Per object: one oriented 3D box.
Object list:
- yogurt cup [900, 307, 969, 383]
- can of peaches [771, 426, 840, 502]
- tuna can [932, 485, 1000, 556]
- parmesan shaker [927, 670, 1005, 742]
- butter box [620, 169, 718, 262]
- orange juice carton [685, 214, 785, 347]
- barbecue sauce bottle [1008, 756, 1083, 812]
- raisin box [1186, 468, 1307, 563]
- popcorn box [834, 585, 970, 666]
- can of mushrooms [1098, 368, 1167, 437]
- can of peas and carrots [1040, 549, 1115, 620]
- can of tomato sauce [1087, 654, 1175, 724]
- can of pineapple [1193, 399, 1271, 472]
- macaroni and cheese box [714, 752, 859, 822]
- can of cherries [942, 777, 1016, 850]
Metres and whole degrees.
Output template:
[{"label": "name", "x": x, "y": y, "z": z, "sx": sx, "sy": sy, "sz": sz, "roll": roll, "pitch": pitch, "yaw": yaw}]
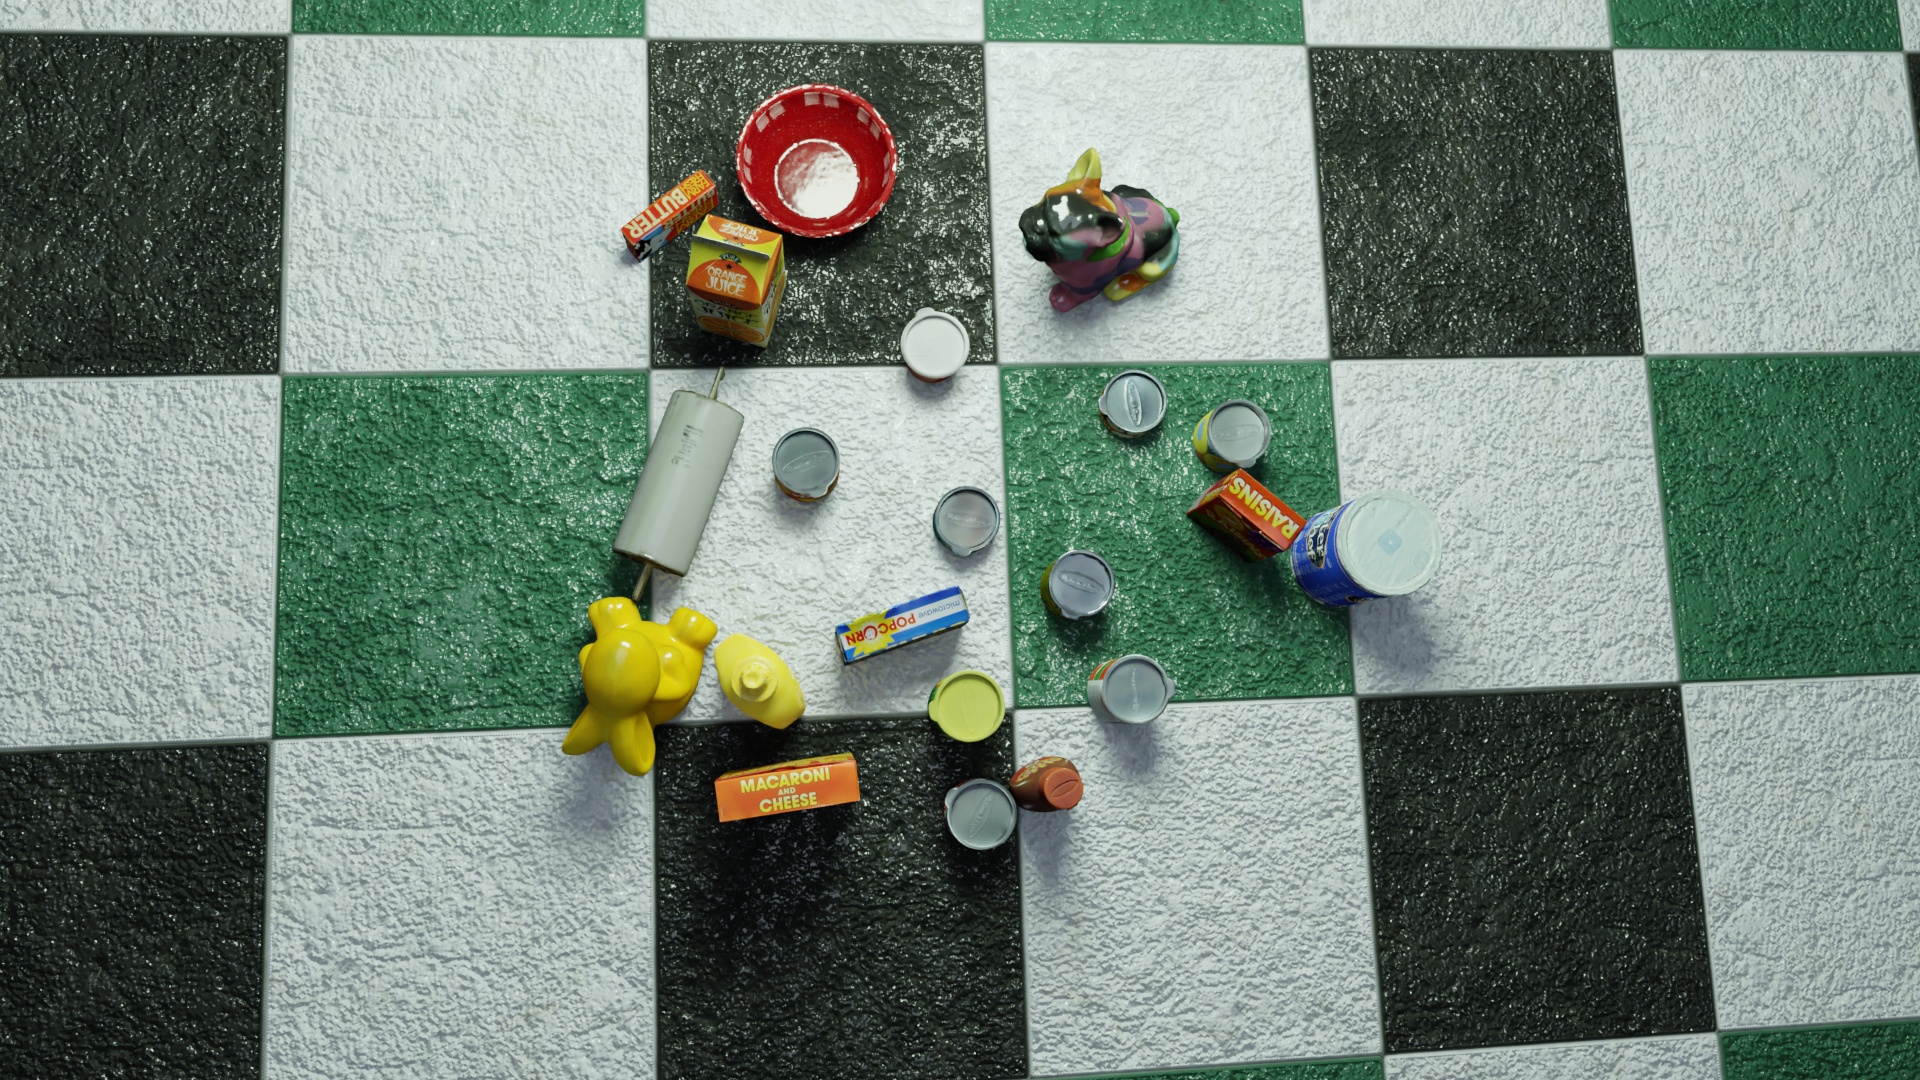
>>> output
[{"label": "yogurt cup", "x": -0.027, "y": -0.191, "z": 1.401, "sx": 0.072, "sy": 0.054, "sz": 0.072, "roll": 1, "pitch": 82, "yaw": -6}, {"label": "can of peaches", "x": -0.151, "y": -0.072, "z": 1.370, "sx": 0.071, "sy": 0.058, "sz": 0.071, "roll": 1, "pitch": 82, "yaw": -6}, {"label": "tuna can", "x": 0.005, "y": -0.017, "z": 1.391, "sx": 0.071, "sy": 0.033, "sz": 0.071, "roll": 1, "pitch": 82, "yaw": -6}, {"label": "parmesan shaker", "x": 0.001, "y": 0.159, "z": 1.330, "sx": 0.071, "sy": 0.103, "sz": 0.071, "roll": 1, "pitch": 83, "yaw": -6}, {"label": "butter box", "x": -0.291, "y": -0.326, "z": 1.393, "sx": 0.104, "sy": 0.053, "sz": 0.024, "roll": -40, "pitch": 88, "yaw": -9}, {"label": "orange juice carton", "x": -0.212, "y": -0.250, "z": 1.320, "sx": 0.072, "sy": 0.192, "sz": 0.073, "roll": 15, "pitch": 82, "yaw": -4}, {"label": "barbecue sauce bottle", "x": 0.085, "y": 0.230, "z": 1.306, "sx": 0.065, "sy": 0.148, "sz": 0.043, "roll": -27, "pitch": 86, "yaw": -8}, {"label": "raisin box", "x": 0.280, "y": -0.022, "z": 1.374, "sx": 0.086, "sy": 0.123, "sz": 0.040, "roll": 40, "pitch": 81, "yaw": 0}, {"label": "popcorn box", "x": -0.057, "y": 0.083, "z": 1.344, "sx": 0.127, "sy": 0.085, "sz": 0.038, "roll": -18, "pitch": 85, "yaw": -8}, {"label": "can of mushrooms", "x": 0.174, "y": -0.140, "z": 1.425, "sx": 0.071, "sy": 0.033, "sz": 0.071, "roll": 1, "pitch": 82, "yaw": -6}, {"label": "can of peas and carrots", "x": 0.115, "y": 0.047, "z": 1.380, "sx": 0.071, "sy": 0.058, "sz": 0.071, "roll": 1, "pitch": 82, "yaw": -6}, {"label": "can of tomato sauce", "x": 0.165, "y": 0.146, "z": 1.359, "sx": 0.071, "sy": 0.083, "sz": 0.071, "roll": 1, "pitch": 82, "yaw": -6}, {"label": "can of pineapple", "x": 0.276, "y": -0.104, "z": 1.418, "sx": 0.071, "sy": 0.058, "sz": 0.071, "roll": 1, "pitch": 82, "yaw": -6}, {"label": "macaroni and cheese box", "x": -0.157, "y": 0.224, "z": 1.273, "sx": 0.124, "sy": 0.166, "sz": 0.040, "roll": -8, "pitch": 84, "yaw": -7}, {"label": "can of cherries", "x": 0.016, "y": 0.261, "z": 1.340, "sx": 0.071, "sy": 0.058, "sz": 0.071, "roll": 1, "pitch": 82, "yaw": -6}]
